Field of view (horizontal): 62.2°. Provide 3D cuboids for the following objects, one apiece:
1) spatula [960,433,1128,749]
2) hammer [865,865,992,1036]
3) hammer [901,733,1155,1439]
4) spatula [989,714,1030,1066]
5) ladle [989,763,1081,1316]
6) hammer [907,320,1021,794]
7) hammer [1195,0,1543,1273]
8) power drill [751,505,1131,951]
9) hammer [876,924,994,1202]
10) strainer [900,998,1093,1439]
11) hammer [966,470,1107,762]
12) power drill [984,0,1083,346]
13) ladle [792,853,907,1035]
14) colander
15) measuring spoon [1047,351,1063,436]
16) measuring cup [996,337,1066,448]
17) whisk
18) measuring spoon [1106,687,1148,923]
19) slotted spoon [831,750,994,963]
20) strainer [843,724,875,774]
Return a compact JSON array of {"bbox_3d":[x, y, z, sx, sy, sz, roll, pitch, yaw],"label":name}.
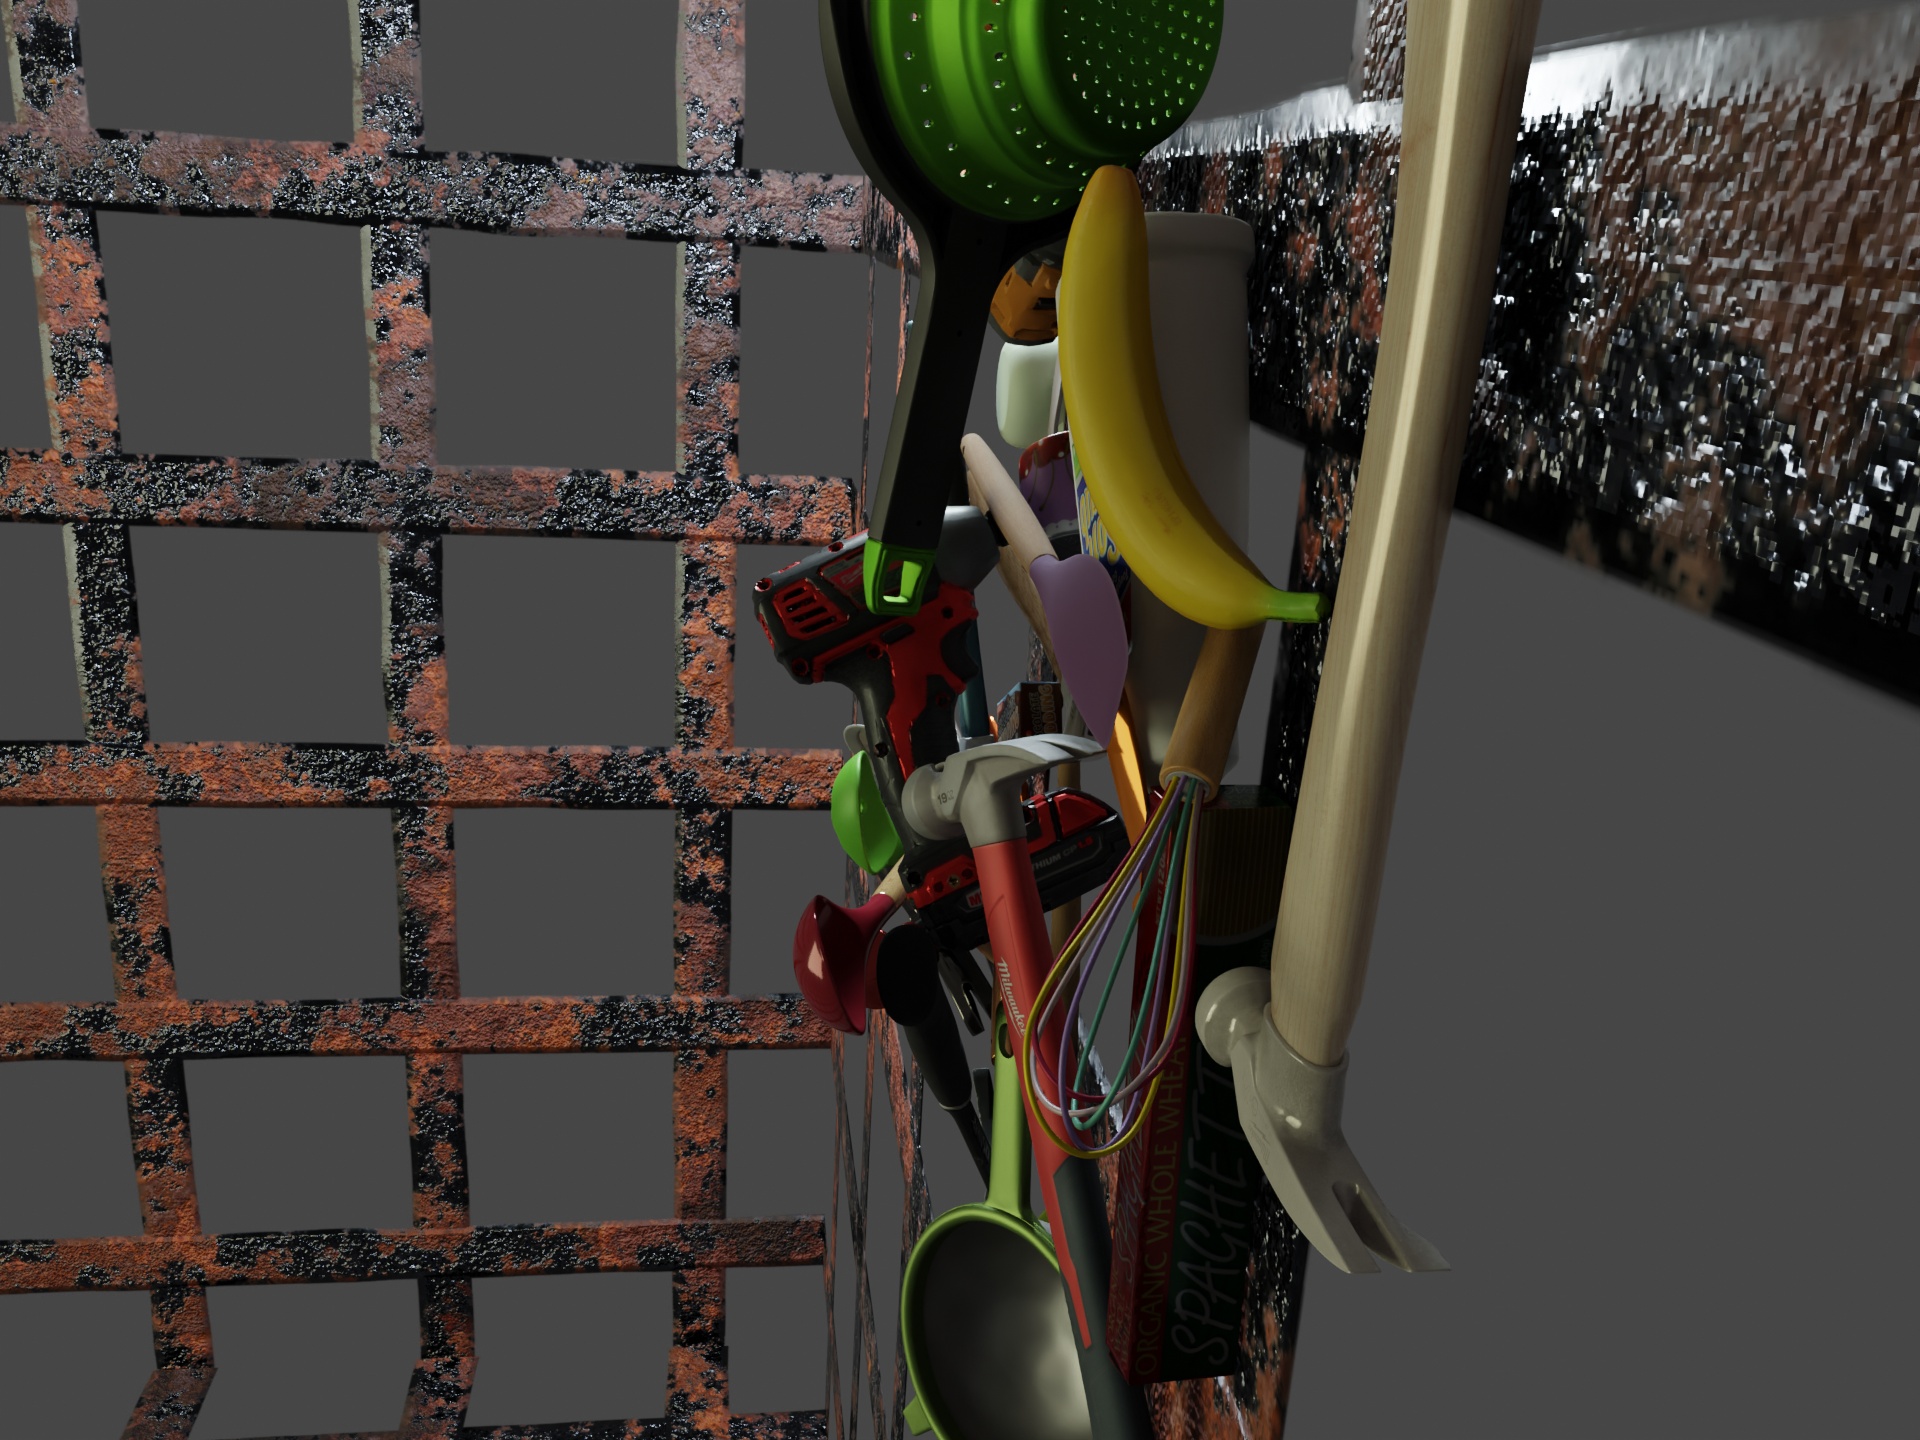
[{"bbox_3d":[0.034,-0.081,0.732,0.316,0.018,0.059,-111,28,-61],"label":"spatula"},{"bbox_3d":[-0.026,0.156,1.026,0.149,0.036,0.359,60,-178,5],"label":"hammer"},{"bbox_3d":[0.055,0.199,0.700,0.143,0.038,0.386,-21,80,62],"label":"hammer"},{"bbox_3d":[0.025,0.110,1.038,0.323,0.041,0.081,-83,-1,-59],"label":"spatula"},{"bbox_3d":[0.048,0.181,0.924,0.078,0.062,0.320,98,174,-79],"label":"ladle"},{"bbox_3d":[-0.002,-0.103,1.042,0.128,0.033,0.331,160,104,-81],"label":"hammer"},{"bbox_3d":[0.129,-0.042,0.461,0.146,0.038,0.410,-114,26,-67],"label":"hammer"},{"bbox_3d":[-0.001,-0.003,0.826,0.220,0.143,0.078,63,175,4],"label":"power drill"},{"bbox_3d":[0.001,0.215,0.920,0.408,0.036,0.149,76,-168,-57],"label":"hammer"},{"bbox_3d":[0.043,0.266,0.818,0.151,0.069,0.256,3,92,46],"label":"strainer"},{"bbox_3d":[0.043,-0.082,0.989,0.332,0.031,0.130,-112,23,-59],"label":"hammer"},{"bbox_3d":[0.049,-0.350,0.899,0.185,0.084,0.226,138,129,-76],"label":"power drill"},{"bbox_3d":[-0.035,0.091,0.868,0.315,0.031,0.069,-45,-63,-72],"label":"ladle"},{"bbox_3d":[0.029,-0.230,0.713,0.095,0.204,0.397,27,109,46],"label":"colander"},{"bbox_3d":[0.067,-0.202,0.985,0.034,0.018,0.124,-176,93,-78],"label":"measuring spoon"},{"bbox_3d":[0.039,-0.186,1.069,0.167,0.038,0.083,102,166,-51],"label":"measuring cup"},{"bbox_3d":[0.072,0.037,0.554,0.051,0.047,0.245,102,-171,-55],"label":"whisk"},{"bbox_3d":[0.066,0.028,0.642,0.021,0.011,0.117,-28,70,59],"label":"measuring spoon"},{"bbox_3d":[-0.016,0.107,1.012,0.313,0.031,0.070,53,-150,-55],"label":"slotted spoon"},{"bbox_3d":[-0.022,0.063,1.077,0.050,0.087,0.258,-55,-30,-29],"label":"strainer"}]
